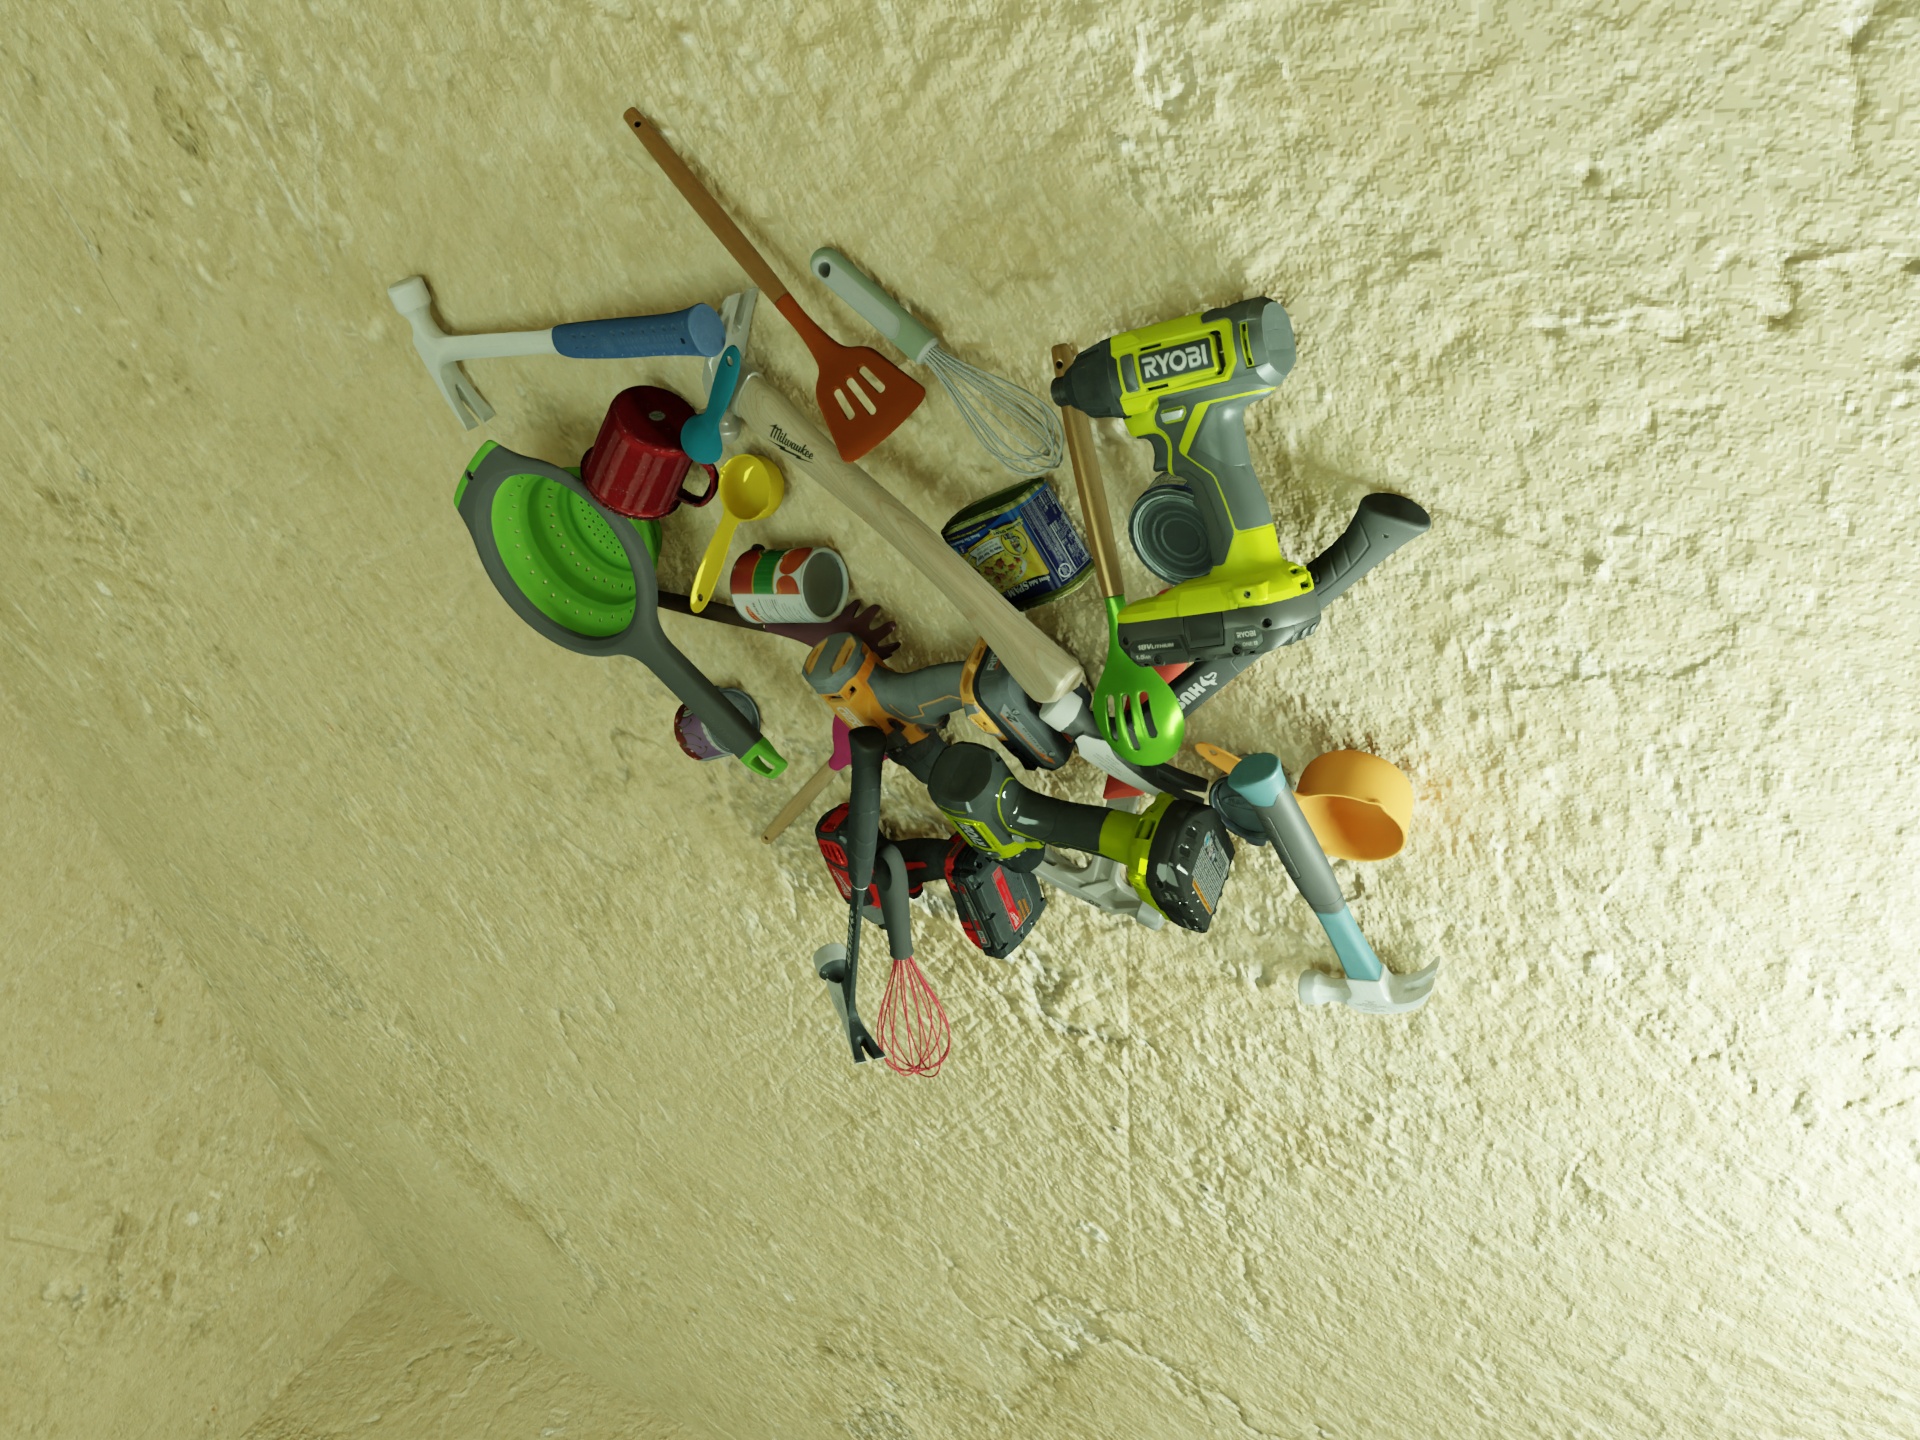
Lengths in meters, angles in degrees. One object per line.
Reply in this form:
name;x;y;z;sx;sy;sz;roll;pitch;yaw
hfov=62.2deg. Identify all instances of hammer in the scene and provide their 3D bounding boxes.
hammer;-0.346;-0.320;1.366;0.406;0.035;0.144;9;131;40
hammer;-0.095;0.158;1.468;0.408;0.036;0.149;98;155;-45
hammer;0.280;0.135;1.237;0.128;0.033;0.330;0;141;35
hammer;0.135;0.031;1.323;0.149;0.037;0.358;26;138;17
hammer;0.210;-0.051;1.157;0.146;0.035;0.334;36;132;-12
hammer;-0.057;-0.167;1.235;0.411;0.038;0.146;43;141;18

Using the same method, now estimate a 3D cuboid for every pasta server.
pasta server;-0.192;-0.098;1.478;0.316;0.040;0.060;14;133;34

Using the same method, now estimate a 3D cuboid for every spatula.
spatula;-0.151;-0.337;1.195;0.081;0.041;0.322;-40;88;9

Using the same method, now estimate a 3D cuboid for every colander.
colander;-0.289;-0.110;1.483;0.397;0.094;0.204;46;136;-4

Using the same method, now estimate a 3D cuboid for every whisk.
whisk;-0.055;0.238;1.536;0.073;0.073;0.295;15;129;28
whisk;-0.019;-0.267;1.172;0.246;0.059;0.057;42;128;7

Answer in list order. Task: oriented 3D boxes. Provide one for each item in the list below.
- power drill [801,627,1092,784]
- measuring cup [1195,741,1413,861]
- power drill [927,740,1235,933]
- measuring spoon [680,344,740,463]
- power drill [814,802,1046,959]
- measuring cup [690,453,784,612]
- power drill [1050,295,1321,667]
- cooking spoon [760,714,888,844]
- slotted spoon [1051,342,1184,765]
power drill;-0.002;-0.004;1.354;0.226;0.084;0.185;-1;144;39
measuring cup;0.259;0.042;1.195;0.173;0.052;0.095;28;149;-4
power drill;0.100;0.099;1.300;0.229;0.080;0.190;14;160;26
measuring spoon;-0.203;-0.253;1.283;0.042;0.021;0.128;48;142;12
power drill;-0.034;0.157;1.541;0.220;0.078;0.143;5;128;39
measuring cup;-0.197;-0.160;1.380;0.062;0.029;0.156;39;118;21
power drill;0.151;-0.155;1.071;0.171;0.080;0.223;-6;100;37
cooking spoon;-0.134;0.054;1.570;0.069;0.017;0.318;44;139;-1
slotted spoon;0.103;-0.115;1.149;0.070;0.031;0.313;-8;99;31
